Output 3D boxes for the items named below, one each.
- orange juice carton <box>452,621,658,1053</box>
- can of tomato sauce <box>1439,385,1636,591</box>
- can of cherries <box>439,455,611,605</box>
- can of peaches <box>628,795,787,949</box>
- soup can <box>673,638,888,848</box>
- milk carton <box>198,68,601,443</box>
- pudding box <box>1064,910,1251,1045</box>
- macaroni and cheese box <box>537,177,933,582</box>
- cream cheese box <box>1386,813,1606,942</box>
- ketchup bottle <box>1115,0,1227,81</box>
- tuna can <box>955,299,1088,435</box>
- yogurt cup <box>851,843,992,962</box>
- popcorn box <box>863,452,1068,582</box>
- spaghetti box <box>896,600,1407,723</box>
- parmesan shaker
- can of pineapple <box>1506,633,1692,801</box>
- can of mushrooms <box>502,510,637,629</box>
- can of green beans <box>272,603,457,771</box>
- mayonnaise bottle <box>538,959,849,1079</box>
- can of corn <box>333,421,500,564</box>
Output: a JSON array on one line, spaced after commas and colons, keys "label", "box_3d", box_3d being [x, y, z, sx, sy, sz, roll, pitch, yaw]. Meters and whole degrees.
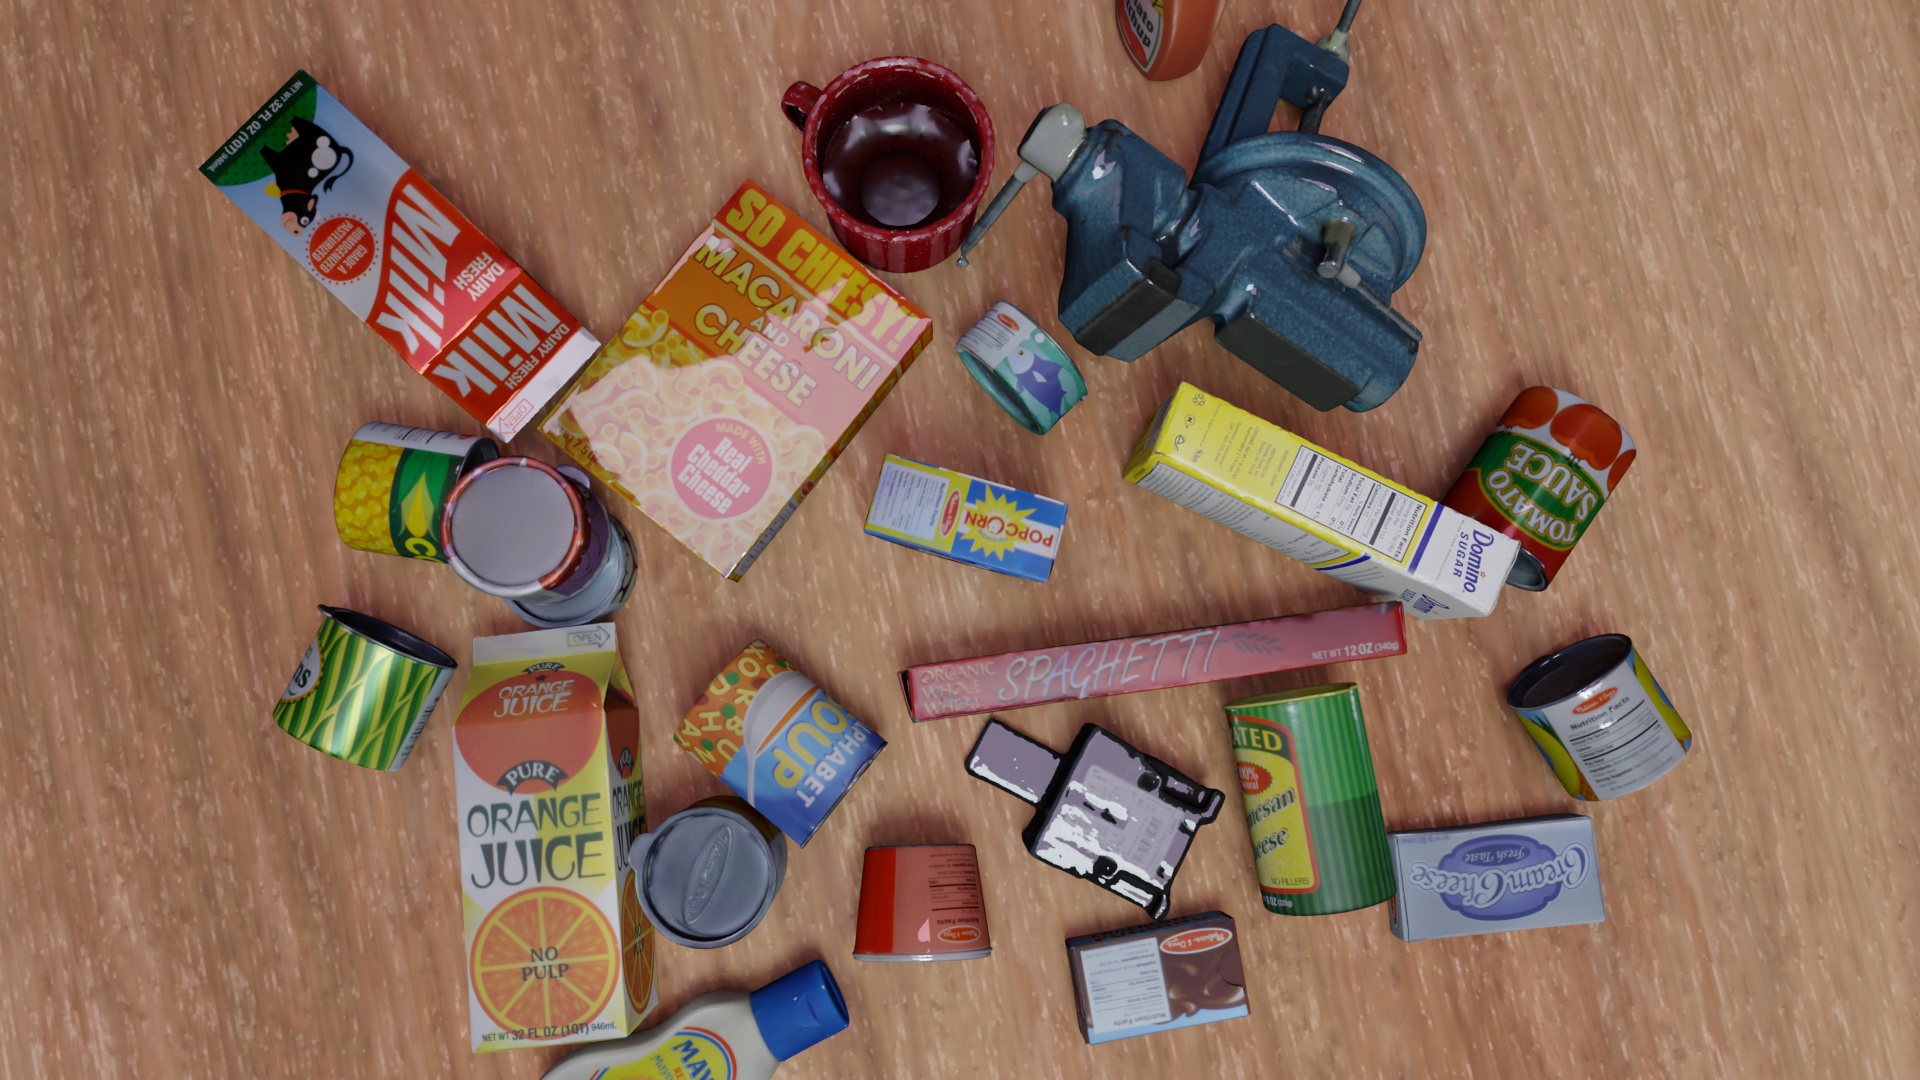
[{"label": "orange juice carton", "box_3d": [-0.195, 0.138, 0.671, 0.072, 0.073, 0.192, -6, 84, -1]}, {"label": "can of tomato sauce", "box_3d": [0.290, -0.027, 0.702, 0.071, 0.071, 0.083, 37, 84, 2]}, {"label": "can of cherries", "box_3d": [-0.204, -0.006, 0.658, 0.071, 0.058, 0.071, 0, 84, -1]}, {"label": "can of peaches", "box_3d": [-0.122, 0.159, 0.679, 0.071, 0.058, 0.071, 0, 85, -1]}, {"label": "soup can", "box_3d": [-0.087, 0.097, 0.679, 0.084, 0.071, 0.071, 39, 85, 3]}, {"label": "milk carton", "box_3d": [-0.273, -0.137, 0.697, 0.190, 0.073, 0.072, 42, 85, 2]}, {"label": "pudding box", "box_3d": [0.098, 0.218, 0.692, 0.084, 0.030, 0.049, -10, 84, -3]}, {"label": "macaroni and cheese box", "box_3d": [-0.112, -0.082, 0.712, 0.124, 0.040, 0.166, 38, 85, 3]}, {"label": "cream cheese box", "box_3d": [0.269, 0.170, 0.704, 0.104, 0.024, 0.053, -5, 85, -2]}, {"label": "ketchup bottle", "box_3d": [0.111, -0.285, 0.684, 0.043, 0.148, 0.065, -18, 86, -4]}, {"label": "tuna can", "box_3d": [0.032, -0.085, 0.705, 0.033, 0.071, 0.071, -44, 87, -4]}, {"label": "yogurt cup", "box_3d": [-0.019, 0.176, 0.678, 0.072, 0.072, 0.054, -1, 77, -1]}, {"label": "popcorn box", "box_3d": [0.002, -0.008, 0.664, 0.085, 0.126, 0.038, 16, 89, 0]}, {"label": "spaghetti box", "box_3d": [0.094, 0.061, 0.698, 0.250, 0.050, 0.028, -8, 84, -2]}, {"label": "parmesan shaker", "box_3d": [0.173, 0.126, 0.682, 0.071, 0.071, 0.103, -10, 85, -2]}, {"label": "can of pineapple", "box_3d": [0.317, 0.087, 0.692, 0.071, 0.071, 0.058, -34, 92, -4]}, {"label": "can of mushrooms", "box_3d": [-0.199, 0.010, 0.704, 0.071, 0.033, 0.071, 0, 85, -1]}, {"label": "can of green beans", "box_3d": [-0.291, 0.073, 0.679, 0.071, 0.071, 0.058, 27, 85, 1]}, {"label": "mayonnaise bottle", "box_3d": [-0.128, 0.254, 0.677, 0.148, 0.041, 0.065, -27, 85, -3]}, {"label": "can of corn", "box_3d": [-0.268, -0.021, 0.689, 0.058, 0.071, 0.071, 9, 84, 0]}]
